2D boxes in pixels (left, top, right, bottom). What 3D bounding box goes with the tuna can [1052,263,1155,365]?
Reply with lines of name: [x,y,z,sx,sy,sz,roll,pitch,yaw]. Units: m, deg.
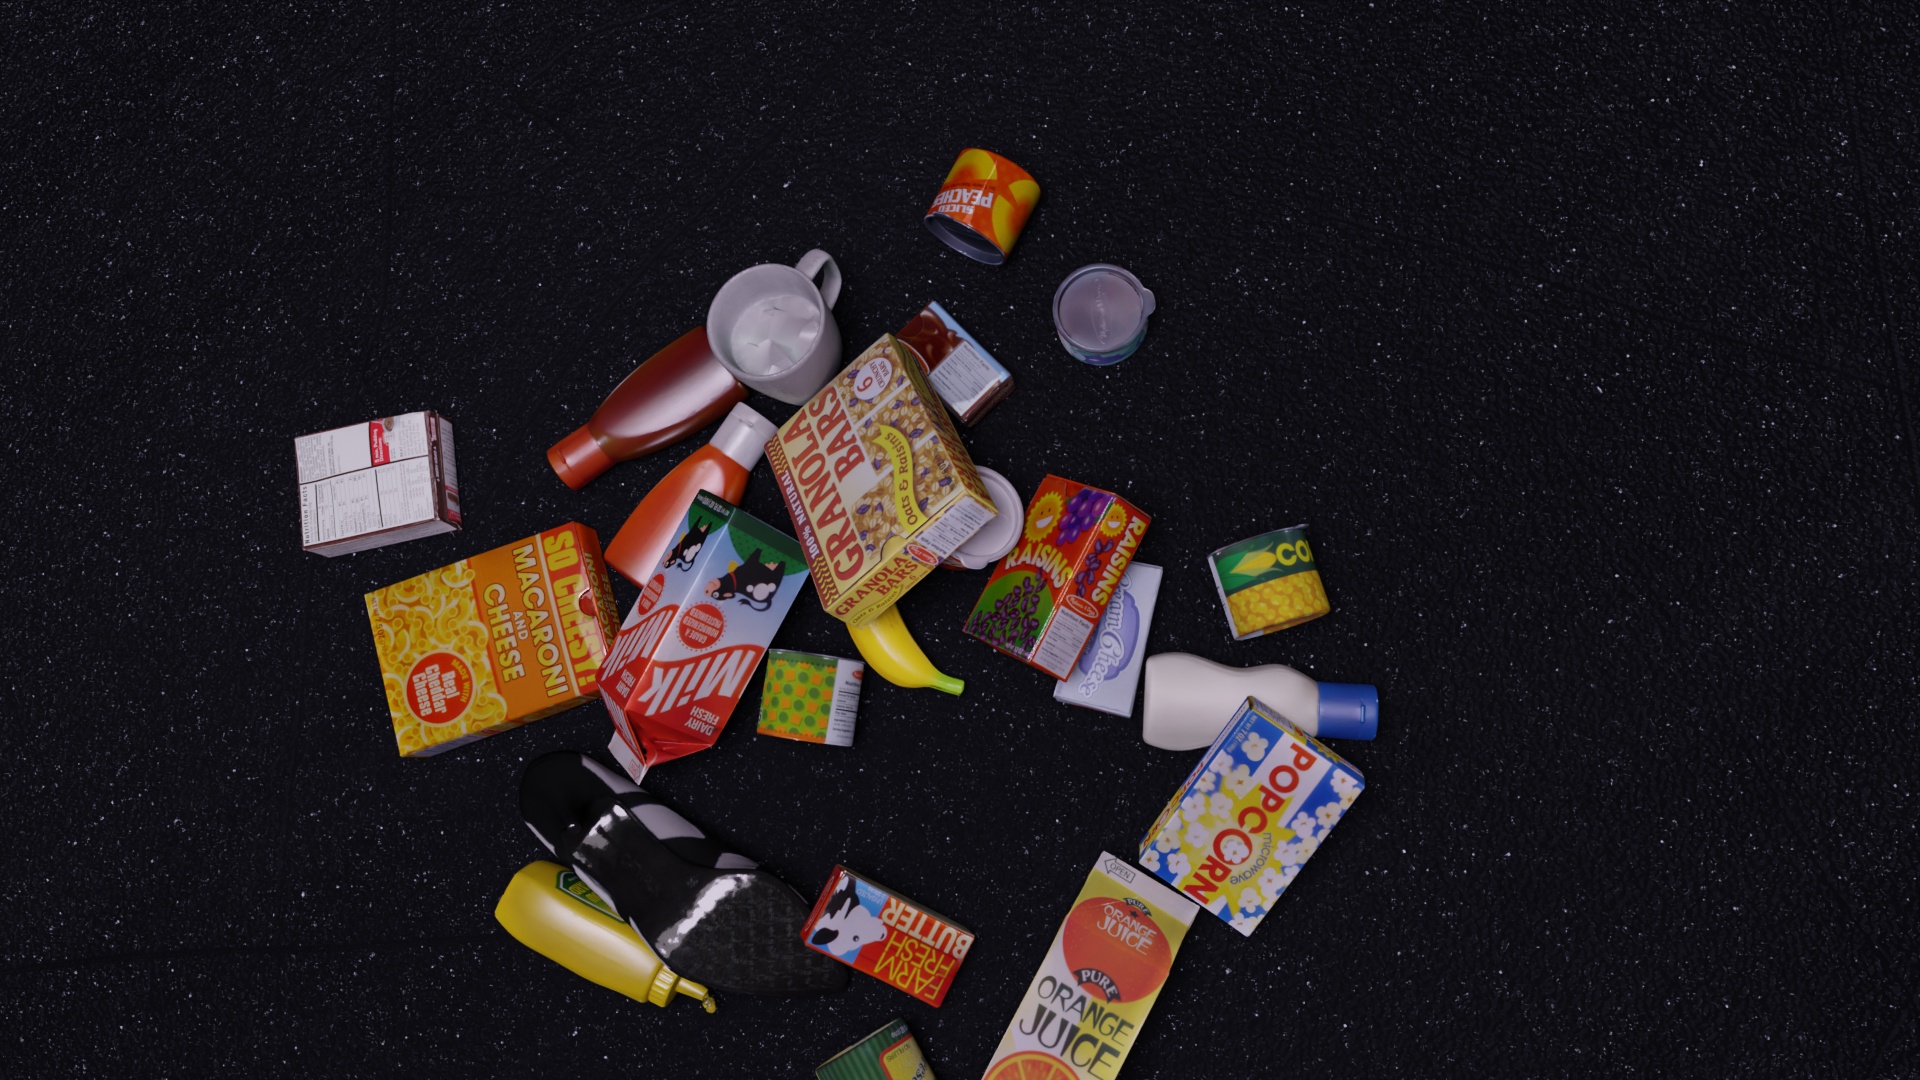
tuna can: [0.102,-0.159,0.977,0.071,0.033,0.071,-2,79,9]

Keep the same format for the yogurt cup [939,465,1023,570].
yogurt cup: [0.003,-0.012,0.946,0.072,0.053,0.072,4,74,-15]

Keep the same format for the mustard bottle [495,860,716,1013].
mustard bottle: [-0.231,0.272,0.934,0.160,0.065,0.049,27,90,7]

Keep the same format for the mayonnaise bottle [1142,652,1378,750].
mayonnaise bottle: [0.195,0.109,0.909,0.148,0.041,0.065,3,87,8]

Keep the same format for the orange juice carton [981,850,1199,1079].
orange juice carton: [0.076,0.299,0.875,0.072,0.073,0.193,27,84,13]

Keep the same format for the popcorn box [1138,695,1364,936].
popcorn box: [0.182,0.173,0.878,0.085,0.038,0.126,34,102,2]

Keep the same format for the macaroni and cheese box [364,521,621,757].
macaroni and cheese box: [-0.331,0.072,0.997,0.166,0.040,0.124,-19,78,5]

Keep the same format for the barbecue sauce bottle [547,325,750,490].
barbecue sauce bottle: [-0.229,-0.092,1.011,0.148,0.043,0.065,-33,73,2]

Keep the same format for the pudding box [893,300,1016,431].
pudding box: [-0.006,-0.125,0.989,0.049,0.030,0.084,-45,76,0]

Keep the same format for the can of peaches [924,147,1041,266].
can of peaches: [0.015,-0.238,0.987,0.071,0.071,0.058,27,84,12]

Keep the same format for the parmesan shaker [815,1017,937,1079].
parmesan shaker: [-0.041,0.366,0.880,0.071,0.071,0.103,-32,77,2]

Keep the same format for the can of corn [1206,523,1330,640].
can of corn: [0.204,0.028,0.908,0.071,0.071,0.058,-17,79,5]

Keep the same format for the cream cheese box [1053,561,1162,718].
cream cheese box: [0.101,0.064,0.940,0.053,0.024,0.104,12,82,10]

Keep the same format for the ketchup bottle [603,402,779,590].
ketchup bottle: [-0.187,-0.029,0.992,0.065,0.043,0.149,35,86,6]

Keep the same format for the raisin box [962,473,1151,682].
raisin box: [0.063,0.023,0.923,0.040,0.086,0.123,32,84,-30]

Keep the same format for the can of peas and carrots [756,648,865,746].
can of peas and carrots: [-0.104,0.106,0.943,0.071,0.071,0.059,6,81,10]

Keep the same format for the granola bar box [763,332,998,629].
granola bar box: [-0.058,-0.043,0.925,0.124,0.039,0.166,-40,47,16]

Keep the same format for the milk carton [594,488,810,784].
milk carton: [-0.183,0.069,0.943,0.072,0.073,0.190,24,84,57]

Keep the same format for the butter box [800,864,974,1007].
butter box: [-0.047,0.258,0.906,0.103,0.024,0.053,30,84,-12]
